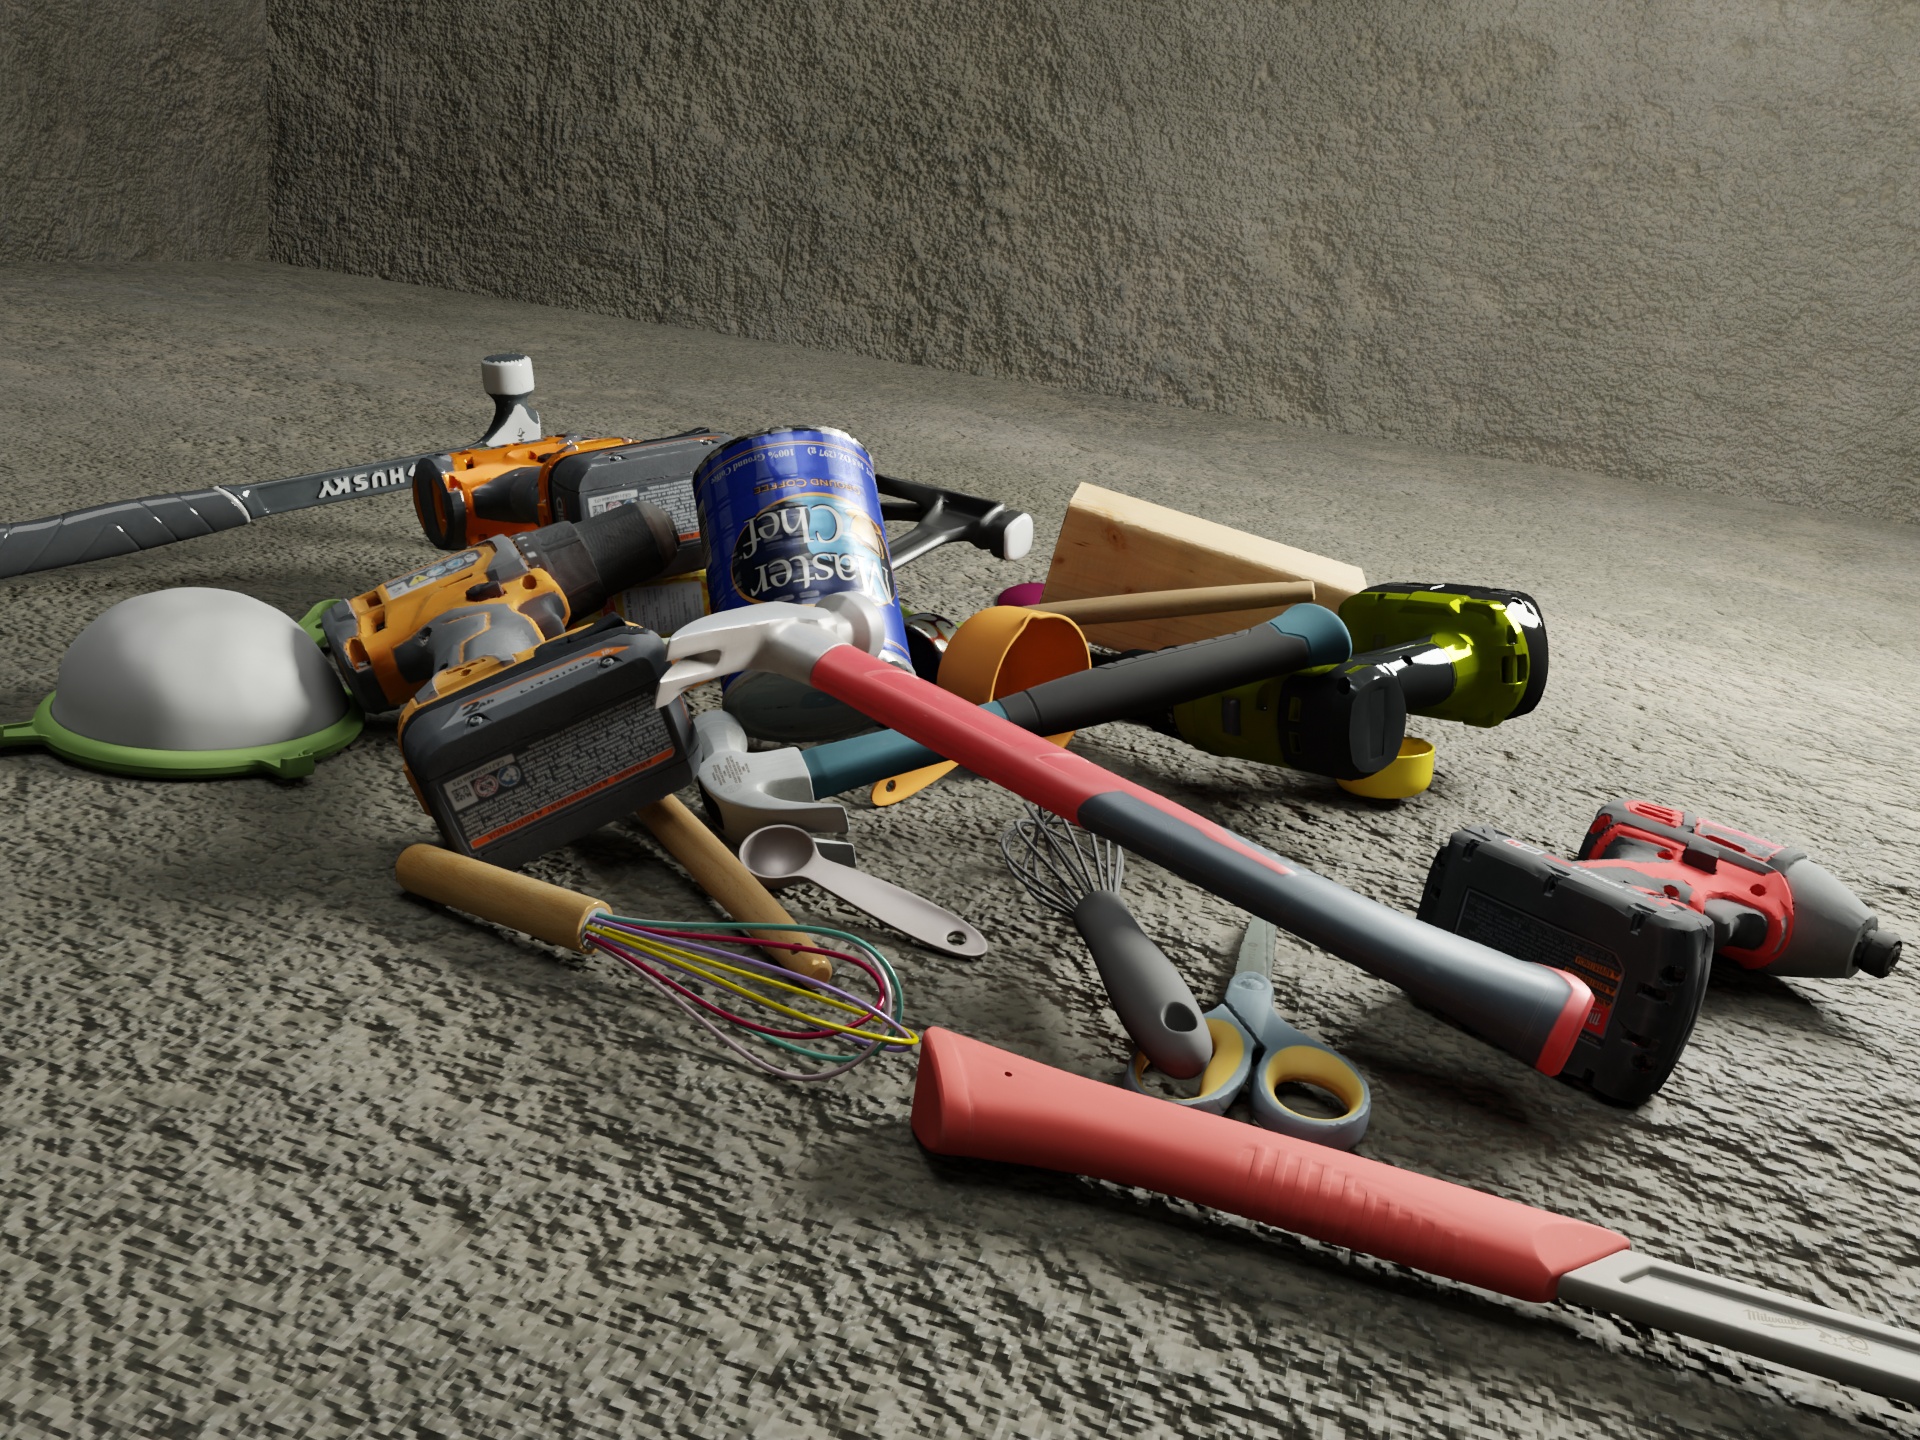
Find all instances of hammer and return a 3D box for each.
[{"bbox_3d":[-0.463,-0.142,1.057,0.409,0.149,0.036,-21,32,-39],"label":"hammer"},{"bbox_3d":[-0.101,-0.074,0.966,0.127,0.034,0.337,20,36,32],"label":"hammer"},{"bbox_3d":[0.058,0.040,0.643,0.386,0.038,0.143,26,23,23],"label":"hammer"},{"bbox_3d":[0.158,0.156,0.500,0.359,0.036,0.149,13,19,15],"label":"hammer"},{"bbox_3d":[0.034,-0.004,0.787,0.331,0.033,0.128,-15,31,-10],"label":"hammer"}]

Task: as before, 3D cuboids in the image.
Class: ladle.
[{"bbox_3d":[0.066,-0.081,1.035,0.320,0.062,0.078,-5,5,11],"label":"ladle"}]

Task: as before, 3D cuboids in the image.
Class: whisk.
[{"bbox_3d":[0.061,0.082,0.656,0.055,0.055,0.239,4,18,-11],"label":"whisk"},{"bbox_3d":[-0.123,0.083,0.602,0.245,0.051,0.047,13,25,26],"label":"whisk"}]

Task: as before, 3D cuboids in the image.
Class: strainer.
[{"bbox_3d":[-0.376,-0.046,0.841,0.151,0.069,0.256,7,20,-2],"label":"strainer"}]

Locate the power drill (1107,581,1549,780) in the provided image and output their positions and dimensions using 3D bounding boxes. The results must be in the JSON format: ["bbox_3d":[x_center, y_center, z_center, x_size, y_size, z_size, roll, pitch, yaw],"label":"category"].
[{"bbox_3d":[0.215,-0.027,0.934,0.228,0.080,0.191,-14,17,-37],"label":"power drill"}]

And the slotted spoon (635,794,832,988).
[{"bbox_3d":[-0.142,0.041,0.734,0.070,0.031,0.314,-40,41,-14],"label":"slotted spoon"}]

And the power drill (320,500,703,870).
[{"bbox_3d":[-0.197,-0.034,0.767,0.185,0.084,0.226,-26,34,-18],"label":"power drill"}]

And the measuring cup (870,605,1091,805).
[{"bbox_3d":[-0.001,-0.003,0.873,0.052,0.095,0.173,17,38,42],"label":"measuring cup"}]

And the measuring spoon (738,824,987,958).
[{"bbox_3d":[-0.043,0.079,0.691,0.124,0.018,0.034,23,45,22],"label":"measuring spoon"}]

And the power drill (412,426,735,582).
[{"bbox_3d":[-0.223,-0.142,0.993,0.164,0.084,0.227,-18,22,-36],"label":"power drill"}]

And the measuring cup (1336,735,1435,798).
[{"bbox_3d":[0.218,0.021,0.964,0.062,0.029,0.157,-9,12,-32],"label":"measuring cup"}]

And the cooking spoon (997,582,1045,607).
[{"bbox_3d":[0.053,-0.064,1.147,0.069,0.017,0.319,8,18,3],"label":"cooking spoon"}]

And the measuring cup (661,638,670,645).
[{"bbox_3d":[-0.146,-0.058,1.015,0.167,0.038,0.083,12,19,11],"label":"measuring cup"}]

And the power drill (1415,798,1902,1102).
[{"bbox_3d":[0.311,0.091,0.703,0.219,0.078,0.143,-6,23,-43],"label":"power drill"}]
